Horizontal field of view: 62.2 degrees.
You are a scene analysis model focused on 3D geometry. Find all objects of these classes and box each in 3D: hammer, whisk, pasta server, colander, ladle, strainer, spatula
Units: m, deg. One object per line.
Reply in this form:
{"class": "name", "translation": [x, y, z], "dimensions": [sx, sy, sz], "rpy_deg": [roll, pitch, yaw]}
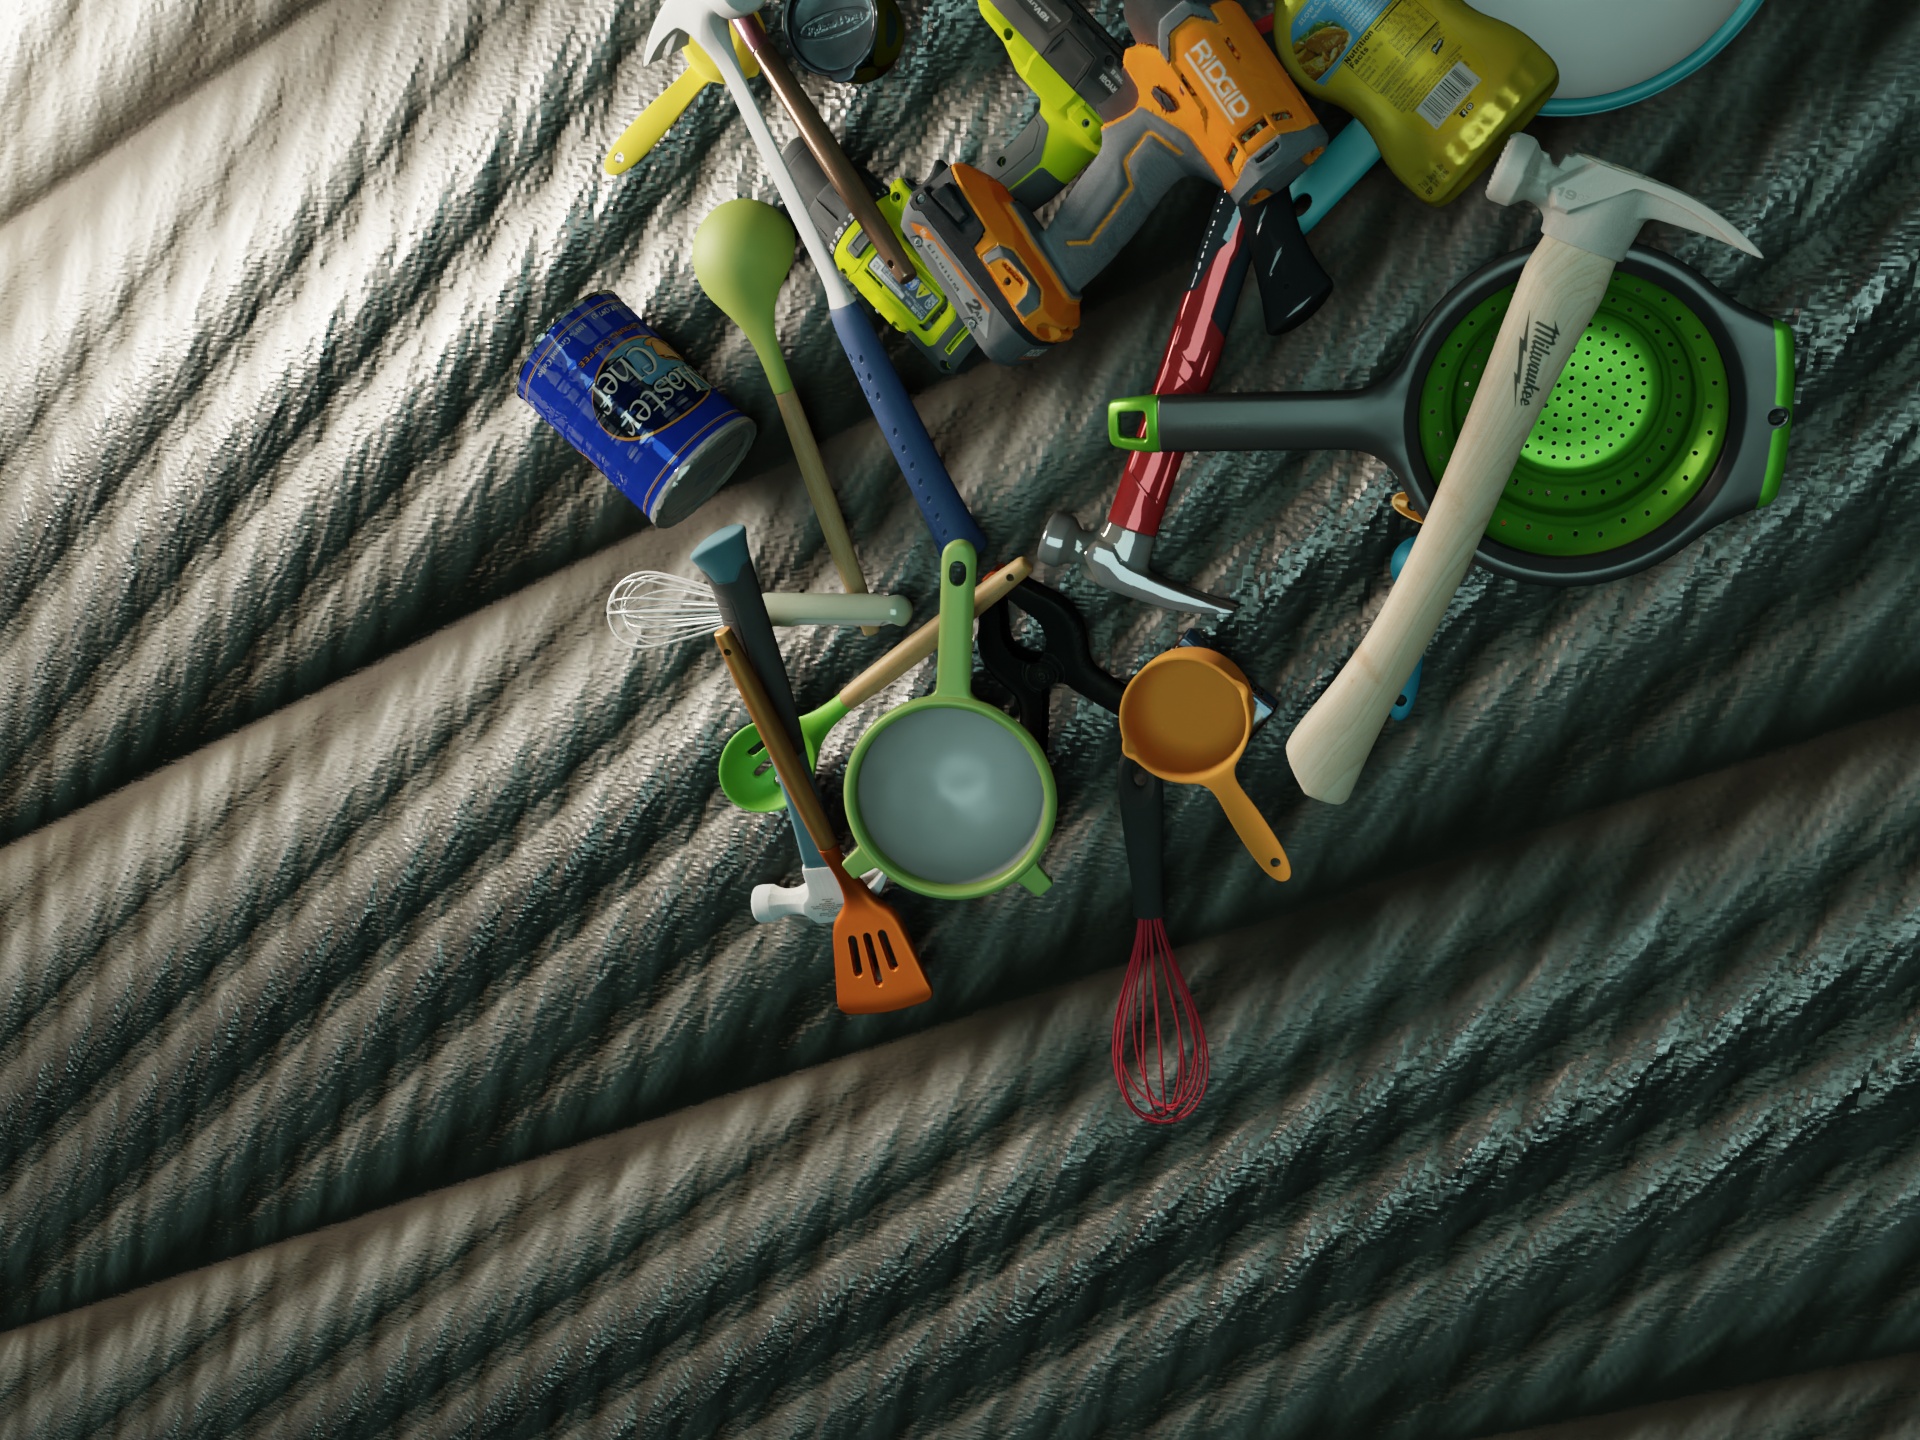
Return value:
{"class": "hammer", "translation": [0.148, -0.434, 0.961], "dimensions": [0.149, 0.036, 0.409], "rpy_deg": [-15, 89, 22]}
{"class": "hammer", "translation": [-0.085, -0.286, 1.053], "dimensions": [0.144, 0.035, 0.405], "rpy_deg": [15, 137, 57]}
{"class": "hammer", "translation": [0.175, -0.261, 1.040], "dimensions": [0.143, 0.038, 0.386], "rpy_deg": [21, 110, 9]}
{"class": "whisk", "translation": [-0.152, -0.081, 1.172], "dimensions": [0.246, 0.057, 0.059], "rpy_deg": [2, 87, 18]}
{"class": "hammer", "translation": [-0.132, 0.011, 1.164], "dimensions": [0.128, 0.033, 0.330], "rpy_deg": [-6, 120, 15]}
{"class": "pasta server", "translation": [-0.121, -0.413, 1.035], "dimensions": [0.316, 0.040, 0.060], "rpy_deg": [58, 146, 7]}
{"class": "colander", "translation": [0.294, -0.196, 0.994], "dimensions": [0.397, 0.094, 0.204], "rpy_deg": [3, 112, 21]}
{"class": "ladle", "translation": [-0.112, -0.213, 1.143], "dimensions": [0.078, 0.062, 0.320], "rpy_deg": [-12, 108, 22]}
{"class": "strainer", "translation": [-0.002, -0.004, 1.122], "dimensions": [0.151, 0.069, 0.256], "rpy_deg": [4, 105, 8]}
{"class": "strainer", "translation": [0.320, -0.413, 0.930], "dimensions": [0.211, 0.095, 0.340], "rpy_deg": [51, 122, 7]}
{"class": "hammer", "translation": [0.305, -0.120, 0.945], "dimensions": [0.146, 0.038, 0.410], "rpy_deg": [24, 119, 10]}
{"class": "whisk", "translation": [0.138, 0.157, 1.148], "dimensions": [0.073, 0.073, 0.295], "rpy_deg": [-1, 105, 17]}
{"class": "spatula", "translation": [-0.108, 0.076, 1.155], "dimensions": [0.081, 0.041, 0.322], "rpy_deg": [-13, 117, 21]}

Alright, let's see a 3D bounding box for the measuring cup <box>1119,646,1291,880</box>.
{"class": "measuring cup", "translation": [0.178, 0.029, 1.080], "dimensions": [0.095, 0.052, 0.173], "rpy_deg": [-30, 97, 23]}

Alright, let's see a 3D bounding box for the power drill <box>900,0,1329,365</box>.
{"class": "power drill", "translation": [0.079, -0.334, 0.938], "dimensions": [0.226, 0.084, 0.164], "rpy_deg": [-34, 90, 24]}

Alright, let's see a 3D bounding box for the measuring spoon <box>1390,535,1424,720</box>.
{"class": "measuring spoon", "translation": [0.303, -0.060, 1.066], "dimensions": [0.042, 0.021, 0.128], "rpy_deg": [9, 106, 14]}

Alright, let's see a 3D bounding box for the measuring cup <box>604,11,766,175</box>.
{"class": "measuring cup", "translation": [-0.200, -0.437, 1.104], "dimensions": [0.156, 0.029, 0.062], "rpy_deg": [-40, 91, 20]}

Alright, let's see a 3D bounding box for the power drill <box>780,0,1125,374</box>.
{"class": "power drill", "translation": [0.002, -0.370, 1.041], "dimensions": [0.190, 0.080, 0.228], "rpy_deg": [47, 115, 3]}

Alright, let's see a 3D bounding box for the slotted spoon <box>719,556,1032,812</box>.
{"class": "slotted spoon", "translation": [-0.064, -0.027, 1.162], "dimensions": [0.313, 0.031, 0.070], "rpy_deg": [-36, 101, 29]}

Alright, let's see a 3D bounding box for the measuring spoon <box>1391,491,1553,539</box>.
{"class": "measuring spoon", "translation": [0.341, -0.130, 1.044], "dimensions": [0.117, 0.011, 0.021], "rpy_deg": [19, 109, 15]}
